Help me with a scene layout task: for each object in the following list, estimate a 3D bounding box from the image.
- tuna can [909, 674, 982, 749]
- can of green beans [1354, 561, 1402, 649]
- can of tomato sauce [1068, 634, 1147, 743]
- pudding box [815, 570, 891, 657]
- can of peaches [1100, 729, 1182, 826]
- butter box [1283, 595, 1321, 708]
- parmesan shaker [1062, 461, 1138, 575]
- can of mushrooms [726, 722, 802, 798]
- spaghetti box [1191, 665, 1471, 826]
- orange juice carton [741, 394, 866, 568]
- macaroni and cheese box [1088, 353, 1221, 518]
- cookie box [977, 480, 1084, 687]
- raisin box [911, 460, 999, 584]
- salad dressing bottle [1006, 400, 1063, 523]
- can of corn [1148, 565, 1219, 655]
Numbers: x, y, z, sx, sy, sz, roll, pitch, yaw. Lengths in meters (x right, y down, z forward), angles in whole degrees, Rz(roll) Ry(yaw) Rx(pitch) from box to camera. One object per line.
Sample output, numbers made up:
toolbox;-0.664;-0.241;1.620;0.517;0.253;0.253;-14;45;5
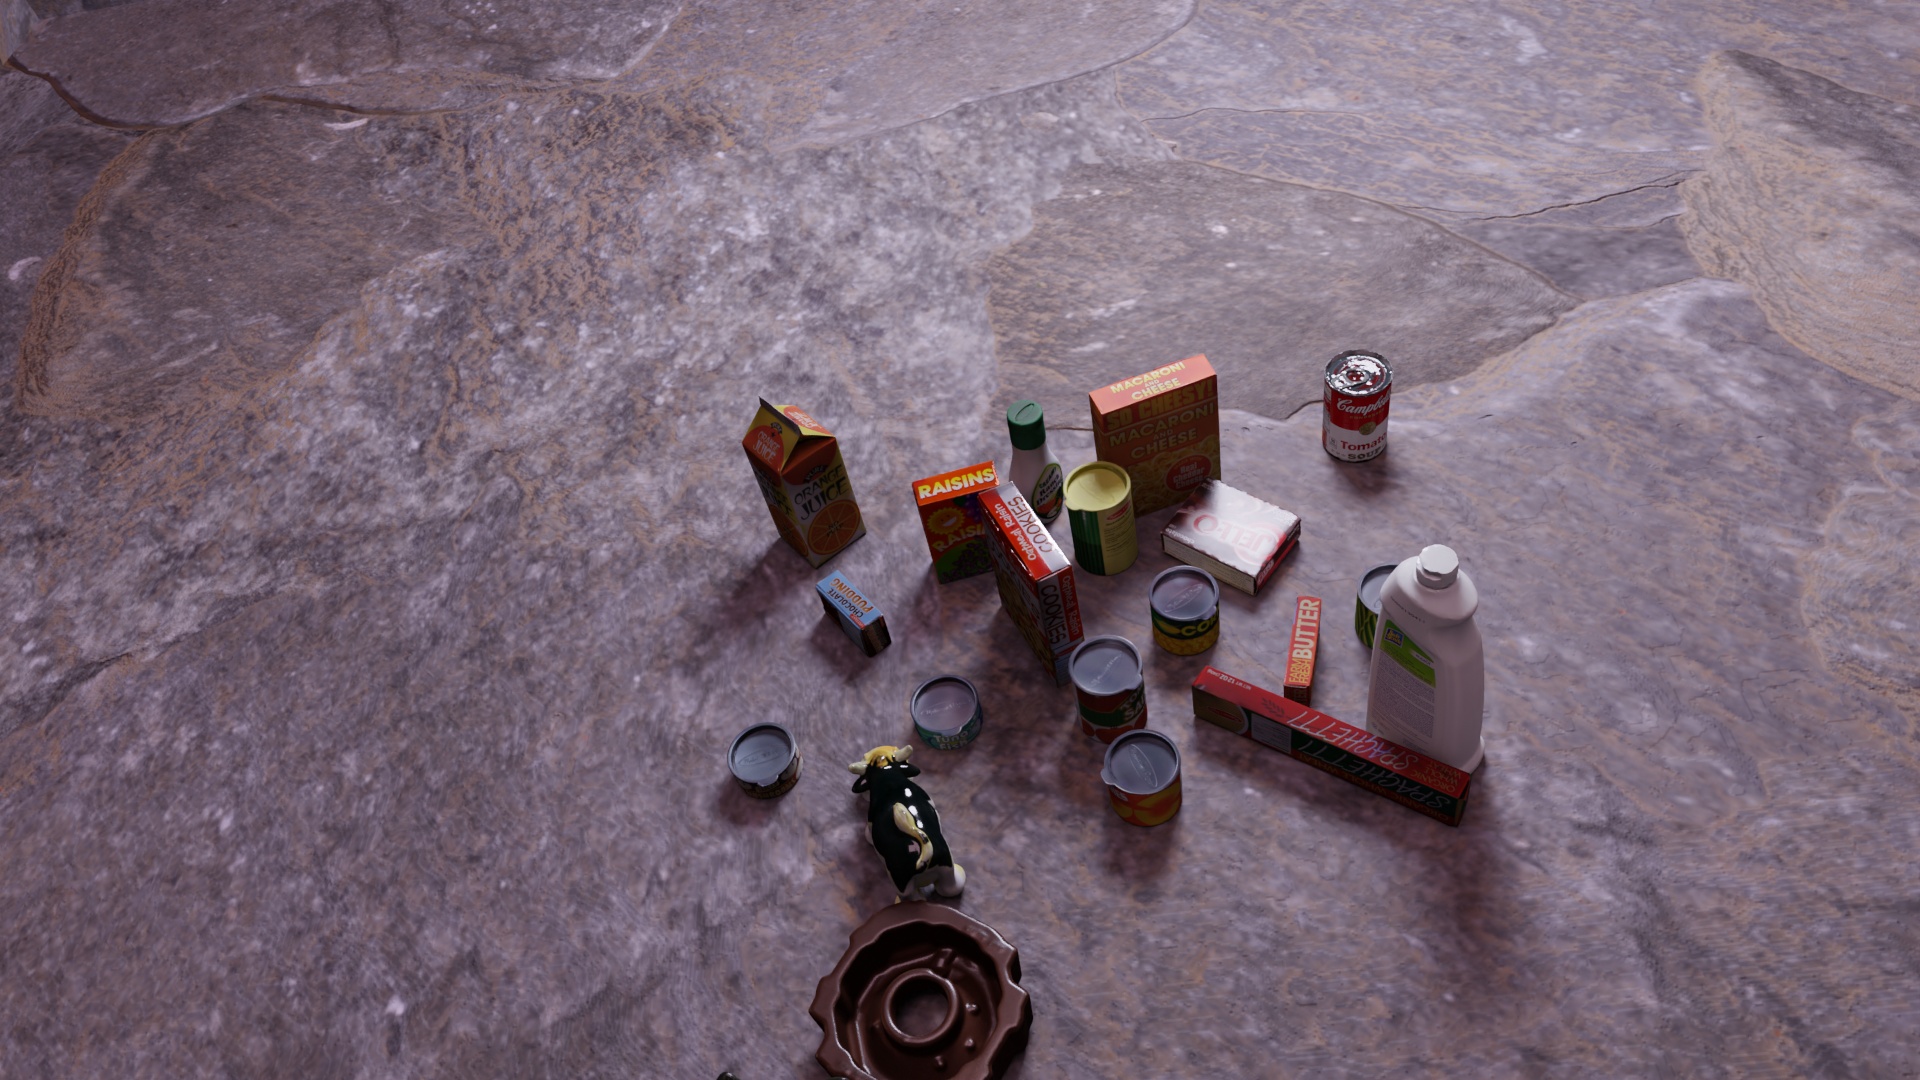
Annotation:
tuna can;-0.012;0.165;1.314;0.071;0.032;0.071;-6;49;7
can of green beans;0.403;0.063;1.297;0.071;0.057;0.071;-6;49;7
can of tomato sauce;0.138;0.138;1.271;0.071;0.082;0.071;-6;49;7
pudding box;-0.109;0.074;1.403;0.030;0.049;0.084;-36;52;-18
can of peaches;0.159;0.210;1.221;0.071;0.057;0.071;-6;49;7
butter box;0.316;0.107;1.281;0.024;0.053;0.104;6;51;17
parmesan shaker;0.139;-0.020;1.395;0.071;0.102;0.072;-6;49;7
can of mushrooms;-0.184;0.210;1.311;0.071;0.033;0.071;-6;49;7
spaghetti box;0.321;0.179;1.218;0.250;0.050;0.029;22;57;28
orange juice carton;-0.165;-0.068;1.443;0.073;0.191;0.072;-37;52;-19
macaroni and cheese box;0.199;-0.101;1.411;0.124;0.165;0.040;-20;48;-5
cookie box;0.069;0.043;1.313;0.040;0.166;0.123;-25;49;-10
raisin box;0.005;-0.018;1.409;0.086;0.122;0.040;-14;48;0
salad dressing bottle;0.074;-0.080;1.432;0.044;0.147;0.064;29;61;31
can of corn;0.217;0.069;1.331;0.071;0.058;0.071;-6;49;7
